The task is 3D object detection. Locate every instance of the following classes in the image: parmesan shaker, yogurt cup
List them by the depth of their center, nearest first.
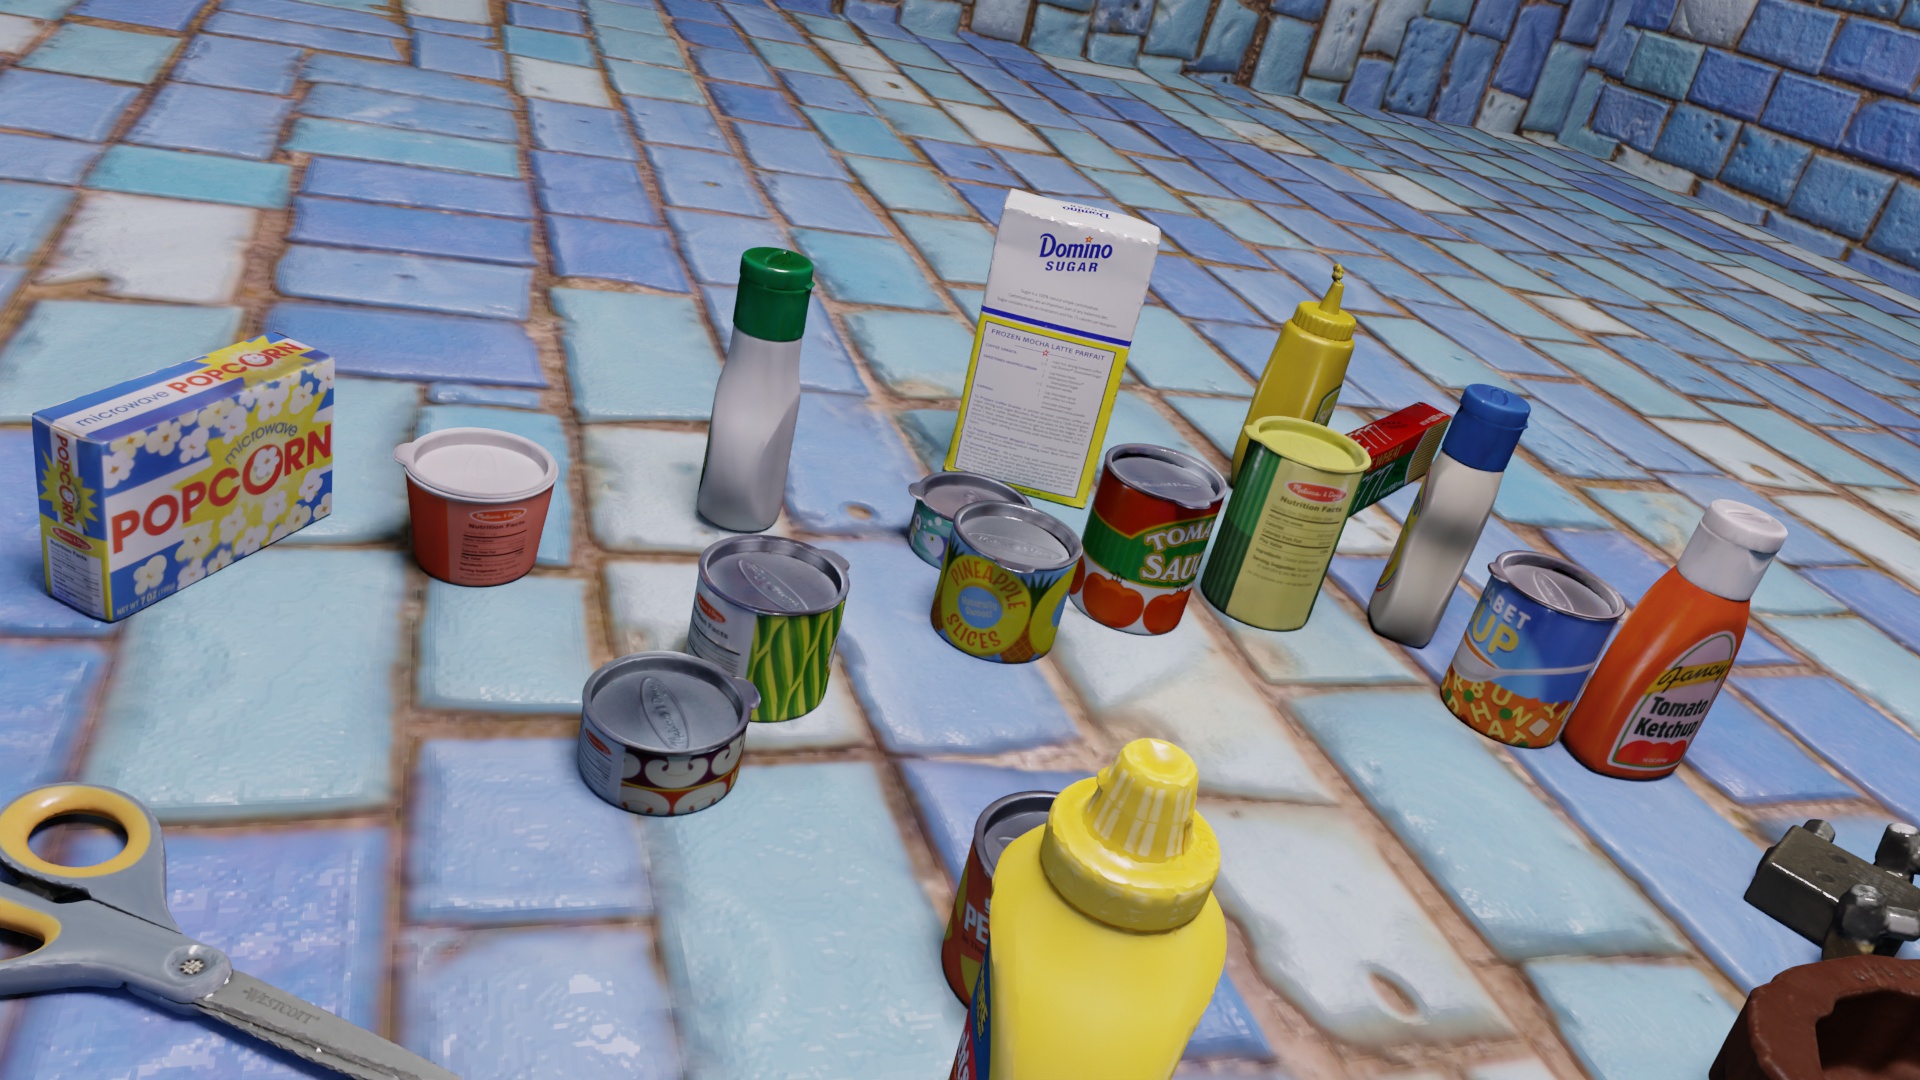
[{"bbox_3d":[-0.226,-0.015,0.653,0.072,0.053,0.073,11,28,-6],"label":"yogurt cup"},{"bbox_3d":[0.178,-0.010,0.779,0.071,0.102,0.071,11,28,-6],"label":"parmesan shaker"}]

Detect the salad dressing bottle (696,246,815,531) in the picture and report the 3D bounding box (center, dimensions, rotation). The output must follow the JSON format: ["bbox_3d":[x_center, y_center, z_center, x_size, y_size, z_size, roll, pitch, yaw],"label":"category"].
[{"bbox_3d":[-0.106,-0.078,0.725,0.044,0.147,0.064,17,28,5],"label":"salad dressing bottle"}]

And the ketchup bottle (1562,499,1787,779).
[{"bbox_3d":[0.364,0.051,0.704,0.065,0.148,0.044,4,29,-19],"label":"ketchup bottle"}]

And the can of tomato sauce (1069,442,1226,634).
[{"bbox_3d":[0.100,0.000,0.746,0.071,0.082,0.071,11,28,-6],"label":"can of tomato sauce"}]

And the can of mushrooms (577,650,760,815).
[{"bbox_3d":[-0.117,0.077,0.558,0.071,0.033,0.071,11,28,-6],"label":"can of mushrooms"}]

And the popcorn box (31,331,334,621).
[{"bbox_3d":[-0.331,-0.031,0.602,0.038,0.084,0.127,20,28,12],"label":"popcorn box"}]

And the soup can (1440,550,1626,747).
[{"bbox_3d":[0.297,0.056,0.733,0.071,0.083,0.072,11,28,-6],"label":"soup can"}]

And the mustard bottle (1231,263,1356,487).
[{"bbox_3d":[0.224,-0.104,0.912,0.049,0.159,0.065,27,30,23],"label":"mustard bottle"}]

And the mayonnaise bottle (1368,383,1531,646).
[{"bbox_3d":[0.276,-0.015,0.786,0.041,0.147,0.065,20,28,11],"label":"mayonnaise bottle"}]

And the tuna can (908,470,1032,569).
[{"bbox_3d":[0.003,-0.010,0.773,0.071,0.032,0.071,11,28,-6],"label":"tuna can"}]

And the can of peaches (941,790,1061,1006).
[{"bbox_3d":[0.030,0.134,0.494,0.071,0.057,0.071,11,28,-6],"label":"can of peaches"}]

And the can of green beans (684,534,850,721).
[{"bbox_3d":[-0.087,0.038,0.616,0.071,0.057,0.071,11,28,-6],"label":"can of green beans"}]

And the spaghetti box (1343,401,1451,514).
[{"bbox_3d":[0.268,-0.047,0.945,0.029,0.050,0.251,31,32,29],"label":"spaghetti box"}]

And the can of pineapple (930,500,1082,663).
[{"bbox_3d":[0.022,0.021,0.698,0.071,0.057,0.071,11,28,-6],"label":"can of pineapple"}]
